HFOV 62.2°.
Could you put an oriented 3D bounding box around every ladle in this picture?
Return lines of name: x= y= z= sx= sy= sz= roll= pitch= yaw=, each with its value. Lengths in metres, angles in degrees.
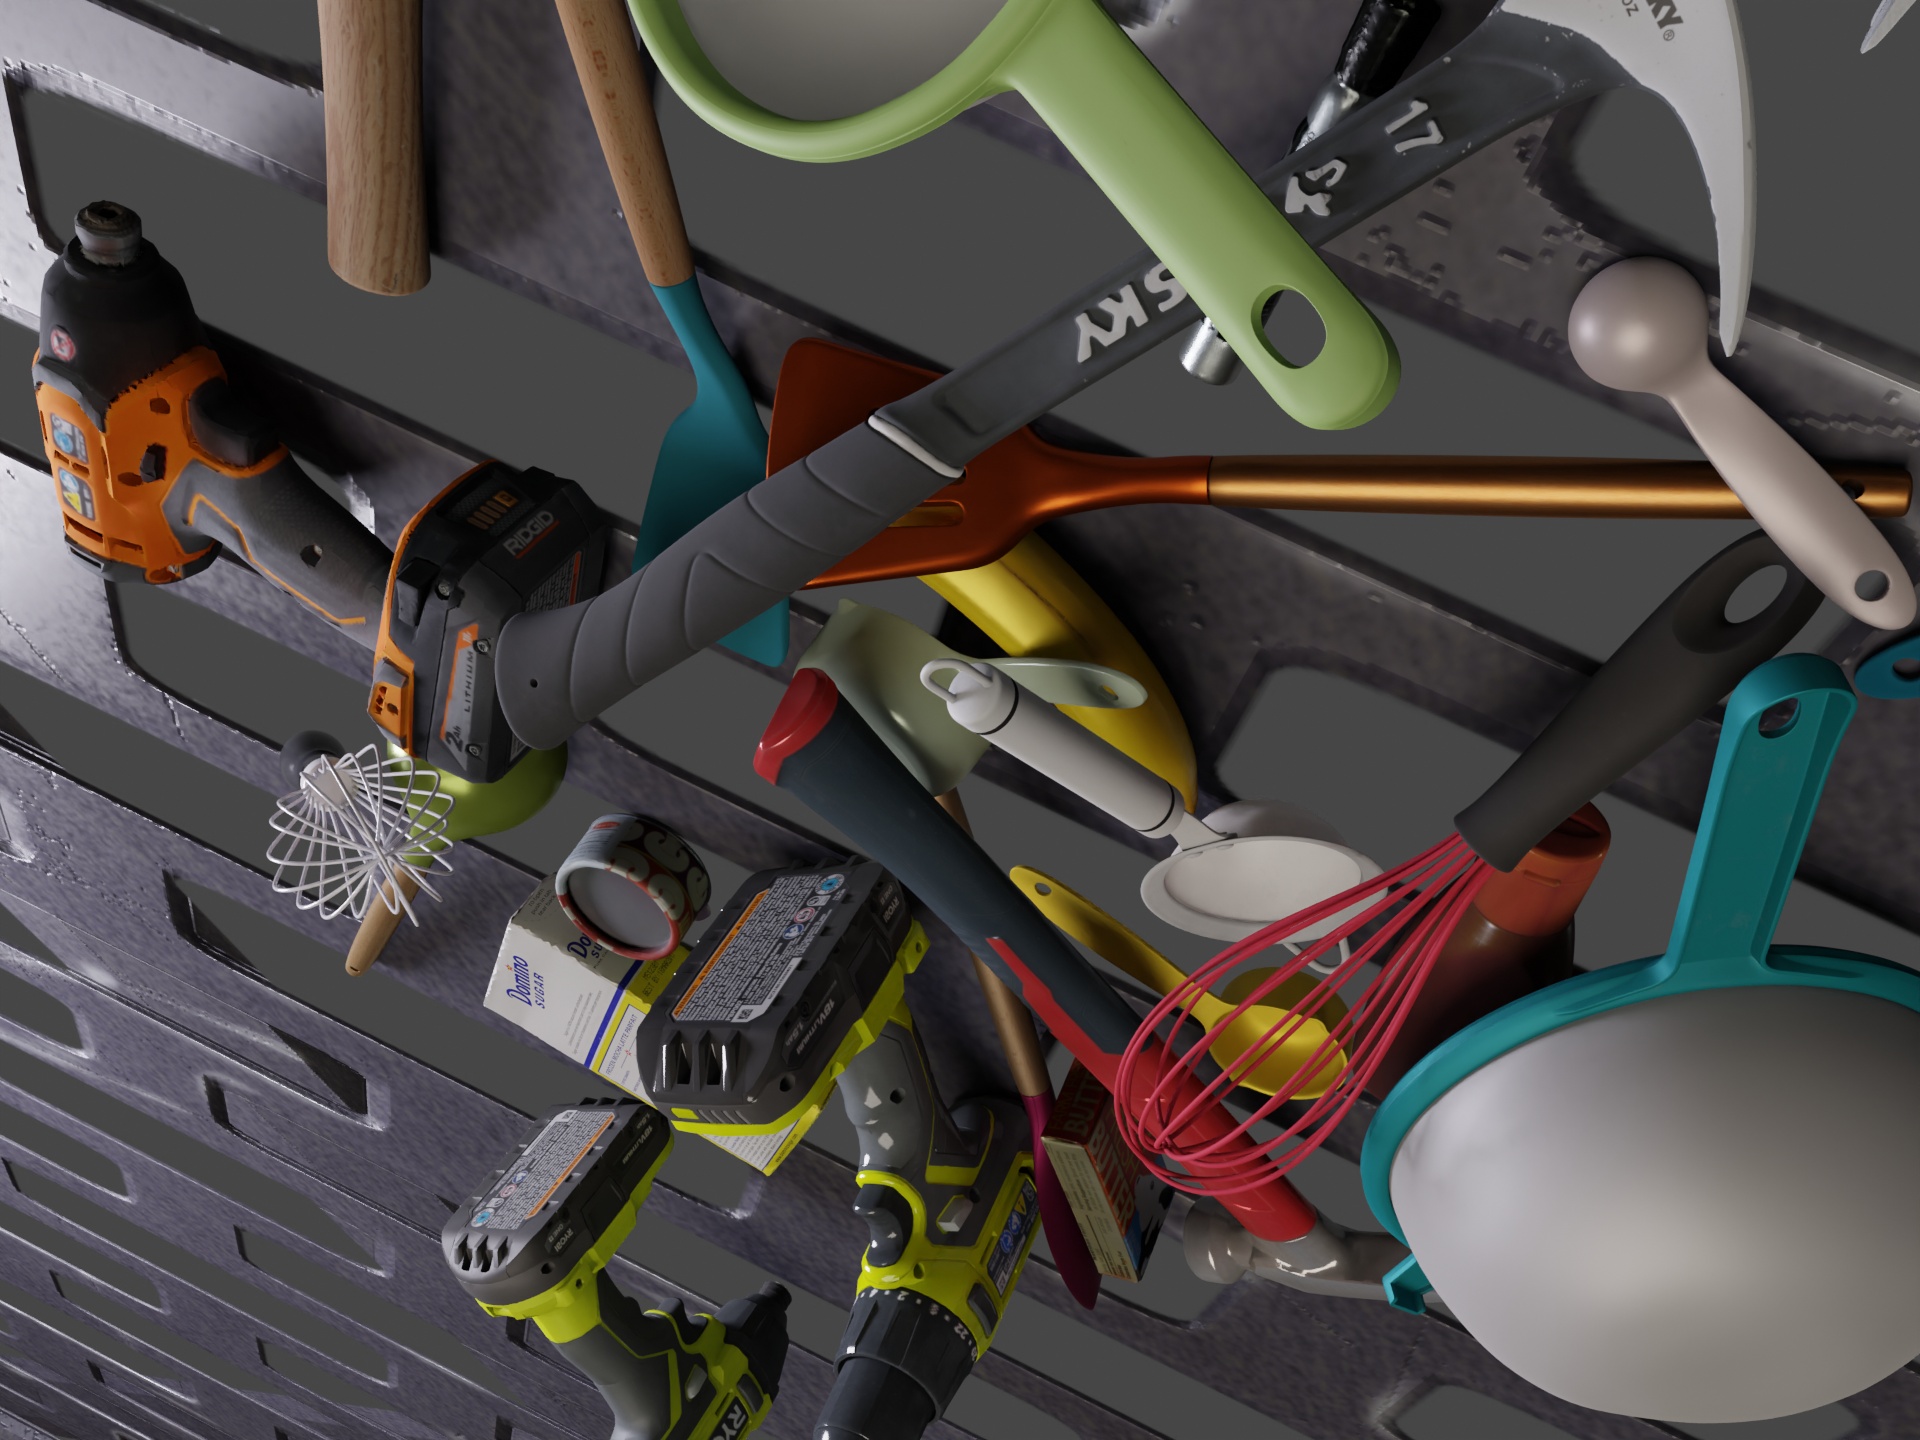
ladle: x=-0.270 y=0.066 z=0.795 sx=0.078 sy=0.062 sz=0.320 roll=30 pitch=144 yaw=-14

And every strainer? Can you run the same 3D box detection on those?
strainer: x=0.069 y=0.029 z=0.522 sx=0.087 sy=0.050 sz=0.258 roll=-18 pitch=149 yaw=31
strainer: x=0.236 y=0.129 z=0.483 sx=0.211 sy=0.095 sz=0.340 roll=-8 pitch=135 yaw=6
strainer: x=0.021 y=-0.162 z=0.357 sx=0.151 sy=0.069 sz=0.256 roll=-45 pitch=71 yaw=30

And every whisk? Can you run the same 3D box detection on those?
whisk: x=-0.260 y=0.030 z=0.663 sx=0.070 sy=0.070 sz=0.285 roll=53 pitch=163 yaw=-23
whisk: x=0.150 y=0.052 z=0.498 sx=0.073 sy=0.073 sz=0.295 roll=36 pitch=116 yaw=-7

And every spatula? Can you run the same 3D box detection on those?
spatula: x=-0.101 y=-0.152 z=0.480 sx=0.082 sy=0.044 sz=0.317 roll=28 pitch=148 yaw=31
spatula: x=0.097 y=-0.071 z=0.467 sx=0.323 sy=0.041 sz=0.081 roll=4 pitch=90 yaw=20

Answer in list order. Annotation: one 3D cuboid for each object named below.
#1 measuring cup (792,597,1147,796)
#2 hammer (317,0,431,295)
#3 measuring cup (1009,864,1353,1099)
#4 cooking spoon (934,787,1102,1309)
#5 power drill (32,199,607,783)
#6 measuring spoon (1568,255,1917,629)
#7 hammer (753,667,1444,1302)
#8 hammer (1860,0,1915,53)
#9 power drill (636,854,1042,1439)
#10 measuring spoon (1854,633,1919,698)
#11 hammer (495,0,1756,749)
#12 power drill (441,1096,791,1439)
measuring cup: x=-0.001 y=-0.002 z=0.543 sx=0.083 sy=0.038 sz=0.168 roll=48 pitch=157 yaw=-26
hammer: x=-0.162 y=-0.262 z=0.437 sx=0.130 sy=0.031 sz=0.331 roll=25 pitch=137 yaw=6
measuring cup: x=0.089 y=0.096 z=0.639 sx=0.156 sy=0.029 sz=0.062 roll=34 pitch=137 yaw=-1
cooking spoon: x=0.027 y=0.142 z=0.697 sx=0.017 sy=0.069 sz=0.318 roll=-8 pitch=121 yaw=17
power drill: x=-0.253 y=-0.088 z=0.610 sx=0.226 sy=0.084 sz=0.164 roll=29 pitch=136 yaw=6
measuring spoon: x=0.206 y=-0.069 z=0.412 sx=0.034 sy=0.018 sz=0.124 roll=-42 pitch=93 yaw=21
hammer: x=0.065 y=0.116 z=0.604 sx=0.143 sy=0.038 sz=0.386 roll=-12 pitch=131 yaw=40
hammer: x=0.277 y=-0.058 z=0.373 sx=0.128 sy=0.033 sz=0.330 roll=9 pitch=131 yaw=33
power drill: x=-0.042 y=0.192 z=0.680 sx=0.080 sy=0.191 sz=0.228 roll=-7 pitch=121 yaw=32
measuring spoon: x=0.302 y=-0.034 z=0.421 sx=0.042 sy=0.021 sz=0.128 roll=50 pitch=142 yaw=-10
hammer: x=0.006 y=-0.081 z=0.438 sx=0.409 sy=0.036 sz=0.149 roll=-27 pitch=93 yaw=32
power drill: x=-0.180 y=0.330 z=0.903 sx=0.080 sy=0.171 sz=0.223 roll=-9 pitch=116 yaw=33
